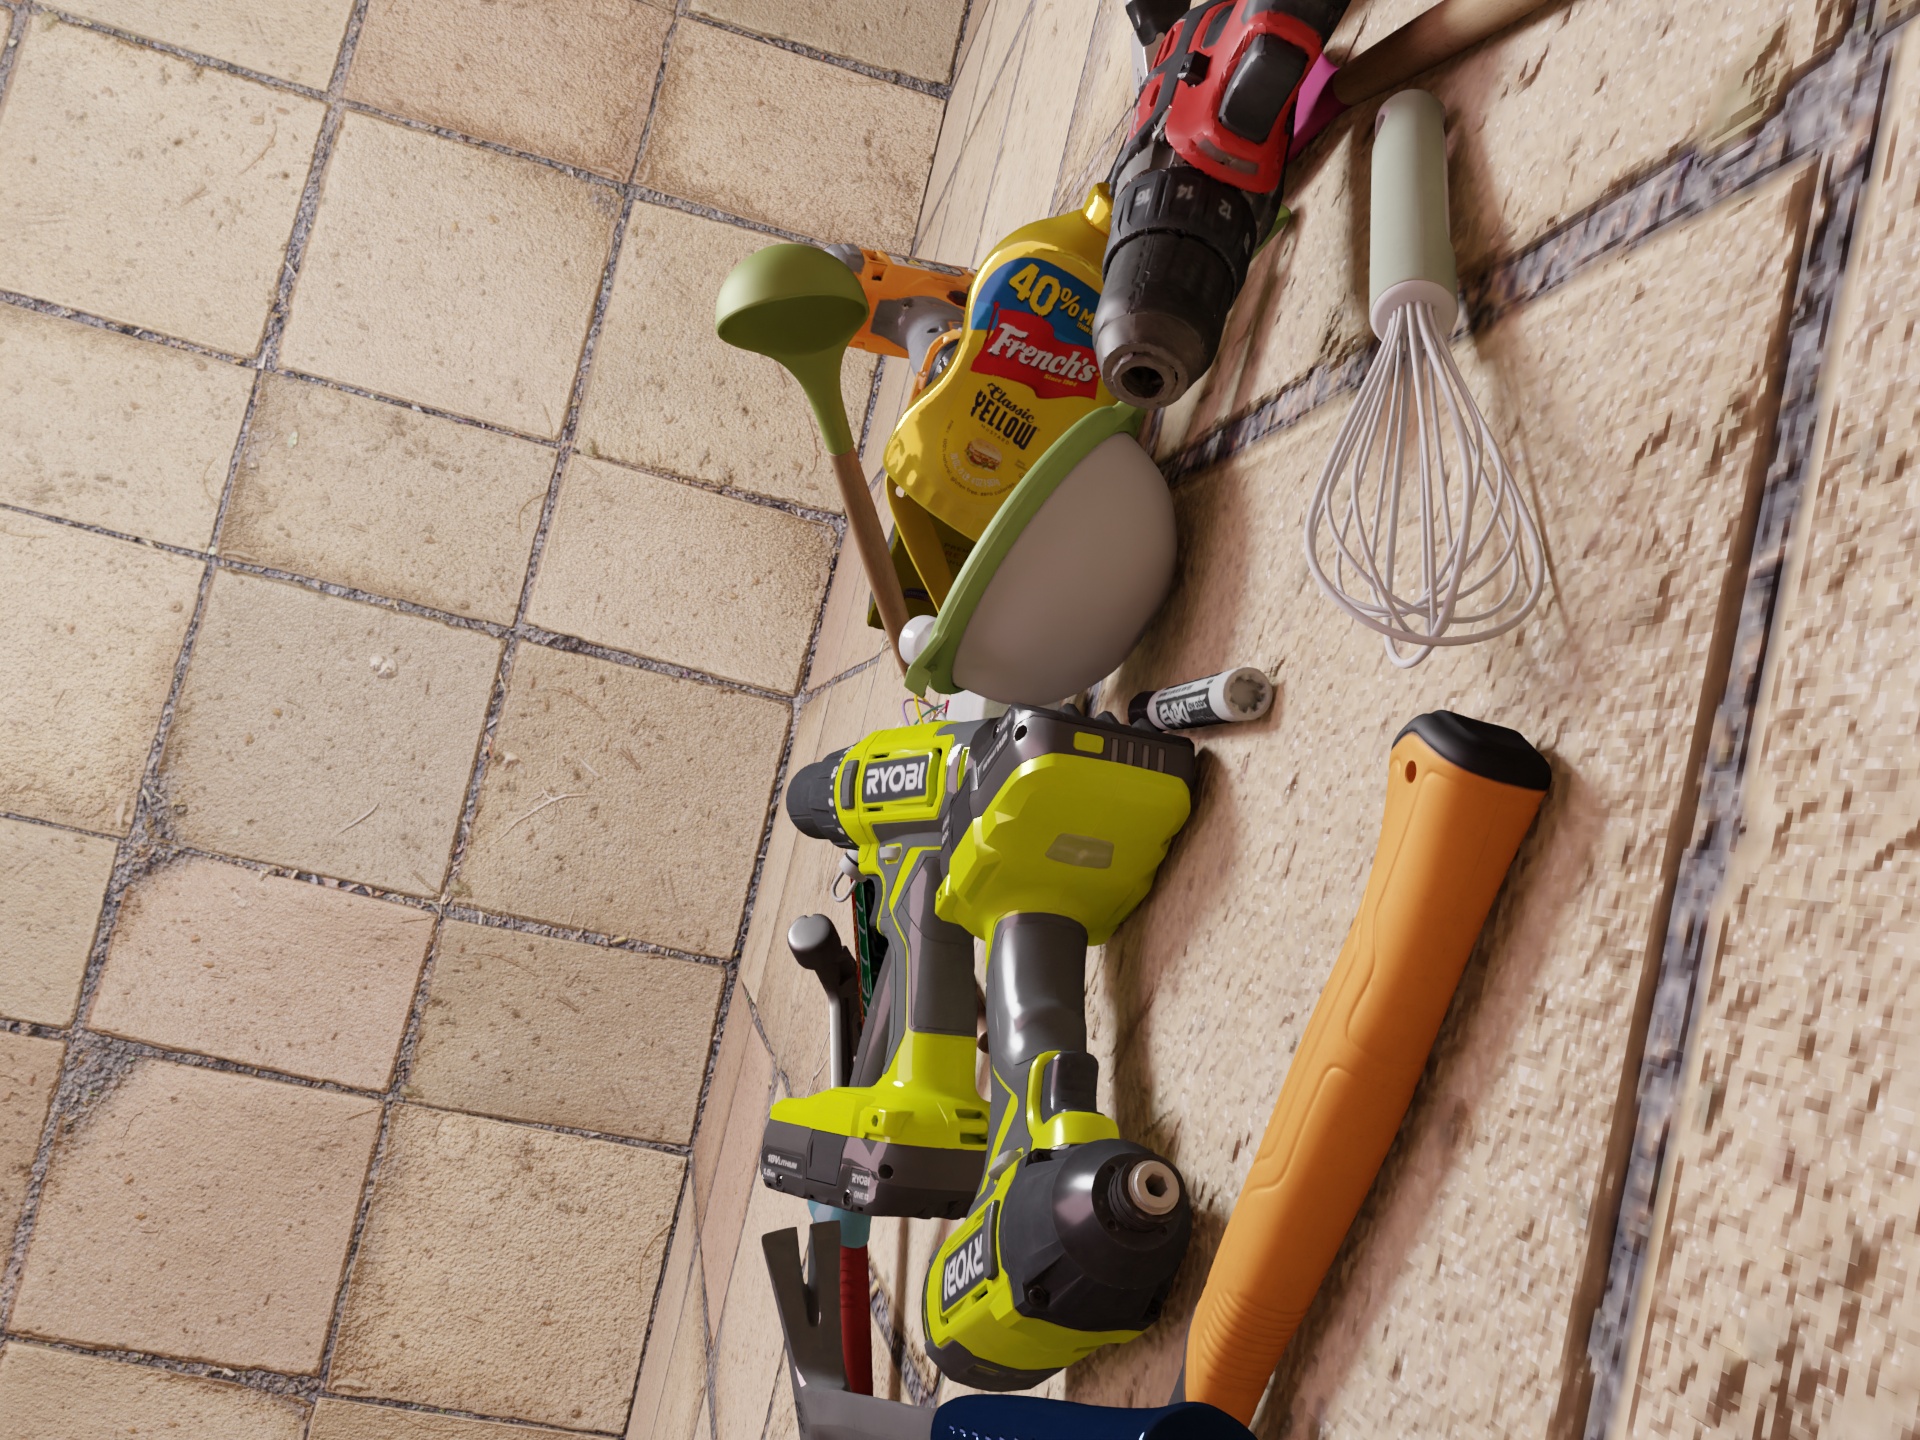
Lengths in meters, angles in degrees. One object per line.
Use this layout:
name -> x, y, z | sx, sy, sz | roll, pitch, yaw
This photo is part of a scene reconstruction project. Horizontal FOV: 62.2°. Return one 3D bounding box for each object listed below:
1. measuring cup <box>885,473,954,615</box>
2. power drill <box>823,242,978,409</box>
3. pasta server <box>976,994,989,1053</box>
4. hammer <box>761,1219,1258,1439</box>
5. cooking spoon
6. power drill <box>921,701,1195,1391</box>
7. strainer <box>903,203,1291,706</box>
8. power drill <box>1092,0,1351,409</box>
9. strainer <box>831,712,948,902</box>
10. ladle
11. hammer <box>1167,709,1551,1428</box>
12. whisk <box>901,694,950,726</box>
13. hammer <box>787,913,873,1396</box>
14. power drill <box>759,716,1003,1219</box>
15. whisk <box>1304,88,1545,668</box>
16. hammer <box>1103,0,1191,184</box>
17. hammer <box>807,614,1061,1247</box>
measuring cup -> -0.010, -0.085, 0.991 | 0.156, 0.062, 0.029 | 66, 170, -7
power drill -> 0.025, -0.207, 0.929 | 0.226, 0.185, 0.084 | 58, 137, 50
pasta server -> -0.010, 0.140, 0.961 | 0.316, 0.040, 0.060 | -143, 67, -75
hammer -> -0.007, 0.224, 0.504 | 0.405, 0.035, 0.144 | 129, 132, -64
cooking spoon -> 0.153, -0.237, 0.582 | 0.319, 0.017, 0.069 | -124, 53, -78
power drill -> 0.038, 0.112, 0.581 | 0.171, 0.080, 0.223 | 118, 160, -53
strainer -> 0.082, -0.101, 0.693 | 0.256, 0.069, 0.151 | -56, -12, 14
power drill -> 0.110, -0.223, 0.509 | 0.226, 0.080, 0.188 | 126, 164, -56
strainer -> -0.001, -0.003, 0.898 | 0.258, 0.087, 0.050 | -56, -30, 9
ladle -> -0.060, -0.124, 0.889 | 0.319, 0.078, 0.062 | 73, -171, -46
hammer -> 0.076, 0.157, 0.413 | 0.127, 0.034, 0.336 | -101, 27, -70
whisk -> -0.004, 0.047, 1.031 | 0.245, 0.051, 0.047 | -104, 8, -62
hammer -> -0.064, 0.292, 0.928 | 0.359, 0.036, 0.149 | -96, -10, -47
power drill -> -0.035, 0.114, 0.773 | 0.190, 0.080, 0.228 | -9, 72, 52
whisk -> 0.131, -0.111, 0.455 | 0.057, 0.059, 0.247 | 89, -170, -50
hammer -> 0.088, -0.281, 0.880 | 0.335, 0.035, 0.146 | -159, 61, -86
hammer -> -0.023, 0.115, 0.843 | 0.128, 0.033, 0.331 | 20, 96, 48
